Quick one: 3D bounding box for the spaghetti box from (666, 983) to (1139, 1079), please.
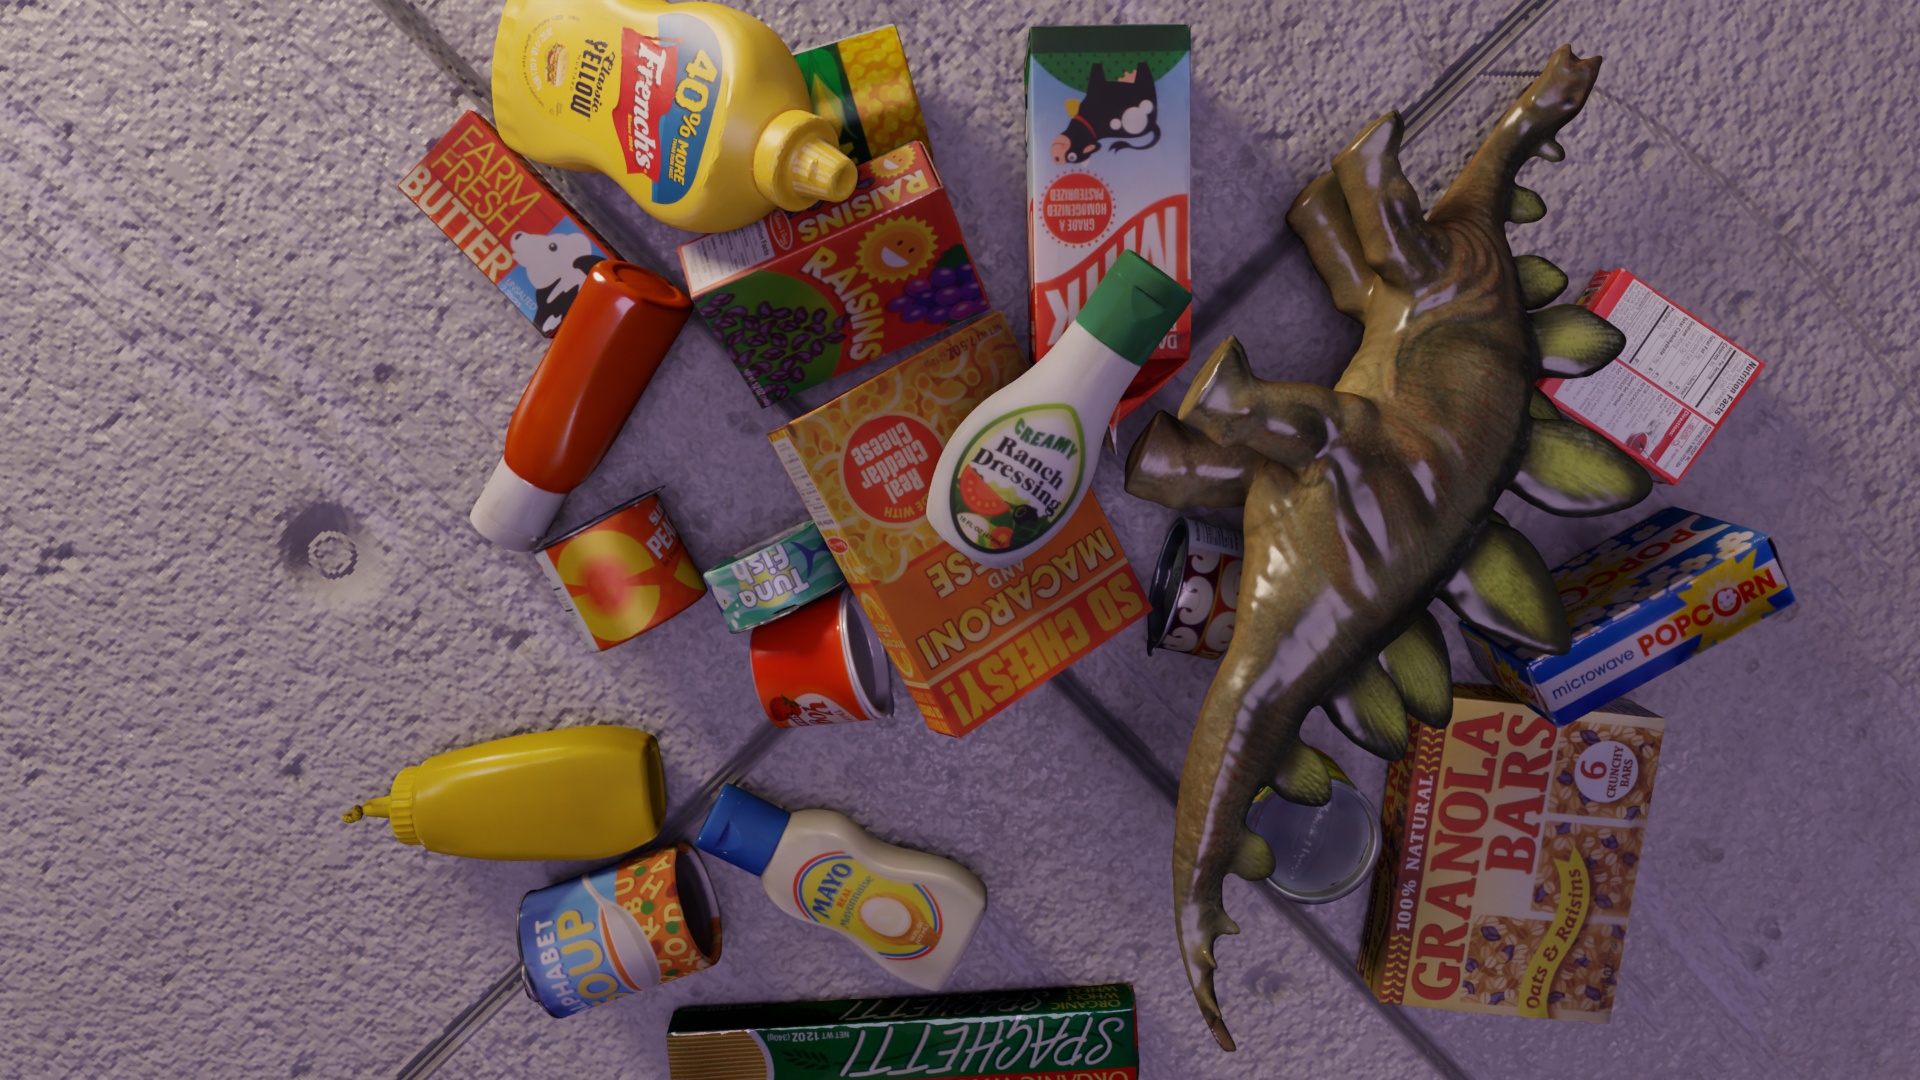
[{"bbox_3d":[-0.029,0.270,0.739,0.250,0.029,0.050,-3,99,0],"label":"spaghetti box"}]

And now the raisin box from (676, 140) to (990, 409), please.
[{"bbox_3d":[-0.057,-0.123,0.652,0.123,0.085,0.040,-23,53,3],"label":"raisin box"}]

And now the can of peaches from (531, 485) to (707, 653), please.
[{"bbox_3d":[-0.163,0.014,0.680,0.071,0.071,0.058,-26,99,4],"label":"can of peaches"}]

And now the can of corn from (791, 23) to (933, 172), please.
[{"bbox_3d":[-0.048,-0.198,0.648,0.058,0.071,0.071,-16,99,2],"label":"can of corn"}]

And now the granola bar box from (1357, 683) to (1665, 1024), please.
[{"bbox_3d":[0.282,0.160,0.720,0.124,0.039,0.165,6,99,-2],"label":"granola bar box"}]

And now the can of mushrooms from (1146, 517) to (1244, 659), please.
[{"bbox_3d":[0.116,0.026,0.684,0.033,0.071,0.071,13,99,-4],"label":"can of mushrooms"}]

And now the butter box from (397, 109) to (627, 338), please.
[{"bbox_3d":[-0.217,-0.153,0.675,0.053,0.024,0.103,-43,97,6],"label":"butter box"}]

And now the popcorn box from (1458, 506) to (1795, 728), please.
[{"bbox_3d":[0.320,0.035,0.678,0.127,0.085,0.038,-29,99,3],"label":"popcorn box"}]

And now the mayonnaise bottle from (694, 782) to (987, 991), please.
[{"bbox_3d":[-0.063,0.174,0.717,0.148,0.041,0.064,27,99,-5],"label":"mayonnaise bottle"}]

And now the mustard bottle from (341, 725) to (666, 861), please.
[{"bbox_3d":[-0.233,0.130,0.706,0.160,0.049,0.065,-4,98,1],"label":"mustard bottle"}]

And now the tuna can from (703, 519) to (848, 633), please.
[{"bbox_3d":[-0.090,0.017,0.678,0.071,0.071,0.033,-25,97,3],"label":"tuna can"}]

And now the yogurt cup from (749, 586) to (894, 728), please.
[{"bbox_3d":[-0.070,0.061,0.690,0.054,0.072,0.072,-14,99,10],"label":"yogurt cup"}]

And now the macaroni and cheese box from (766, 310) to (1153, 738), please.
[{"bbox_3d":[0.002,-0.008,0.671,0.124,0.040,0.166,-31,99,-19],"label":"macaroni and cheese box"}]

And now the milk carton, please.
[{"bbox_3d":[0.068,-0.138,0.656,0.073,0.072,0.190,-1,99,0],"label":"milk carton"}]

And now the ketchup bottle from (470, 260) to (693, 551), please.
[{"bbox_3d":[-0.187,-0.063,0.672,0.043,0.065,0.148,37,105,8],"label":"ketchup bottle"}]

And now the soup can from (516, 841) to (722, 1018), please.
[{"bbox_3d":[-0.172,0.198,0.705,0.084,0.071,0.071,-19,99,2],"label":"soup can"}]

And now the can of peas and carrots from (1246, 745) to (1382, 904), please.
[{"bbox_3d":[0.171,0.142,0.706,0.071,0.059,0.071,0,98,0],"label":"can of peas and carrots"}]

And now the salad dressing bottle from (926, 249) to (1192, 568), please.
[{"bbox_3d":[0.043,-0.057,0.609,0.064,0.044,0.147,33,105,-9],"label":"salad dressing bottle"}]
